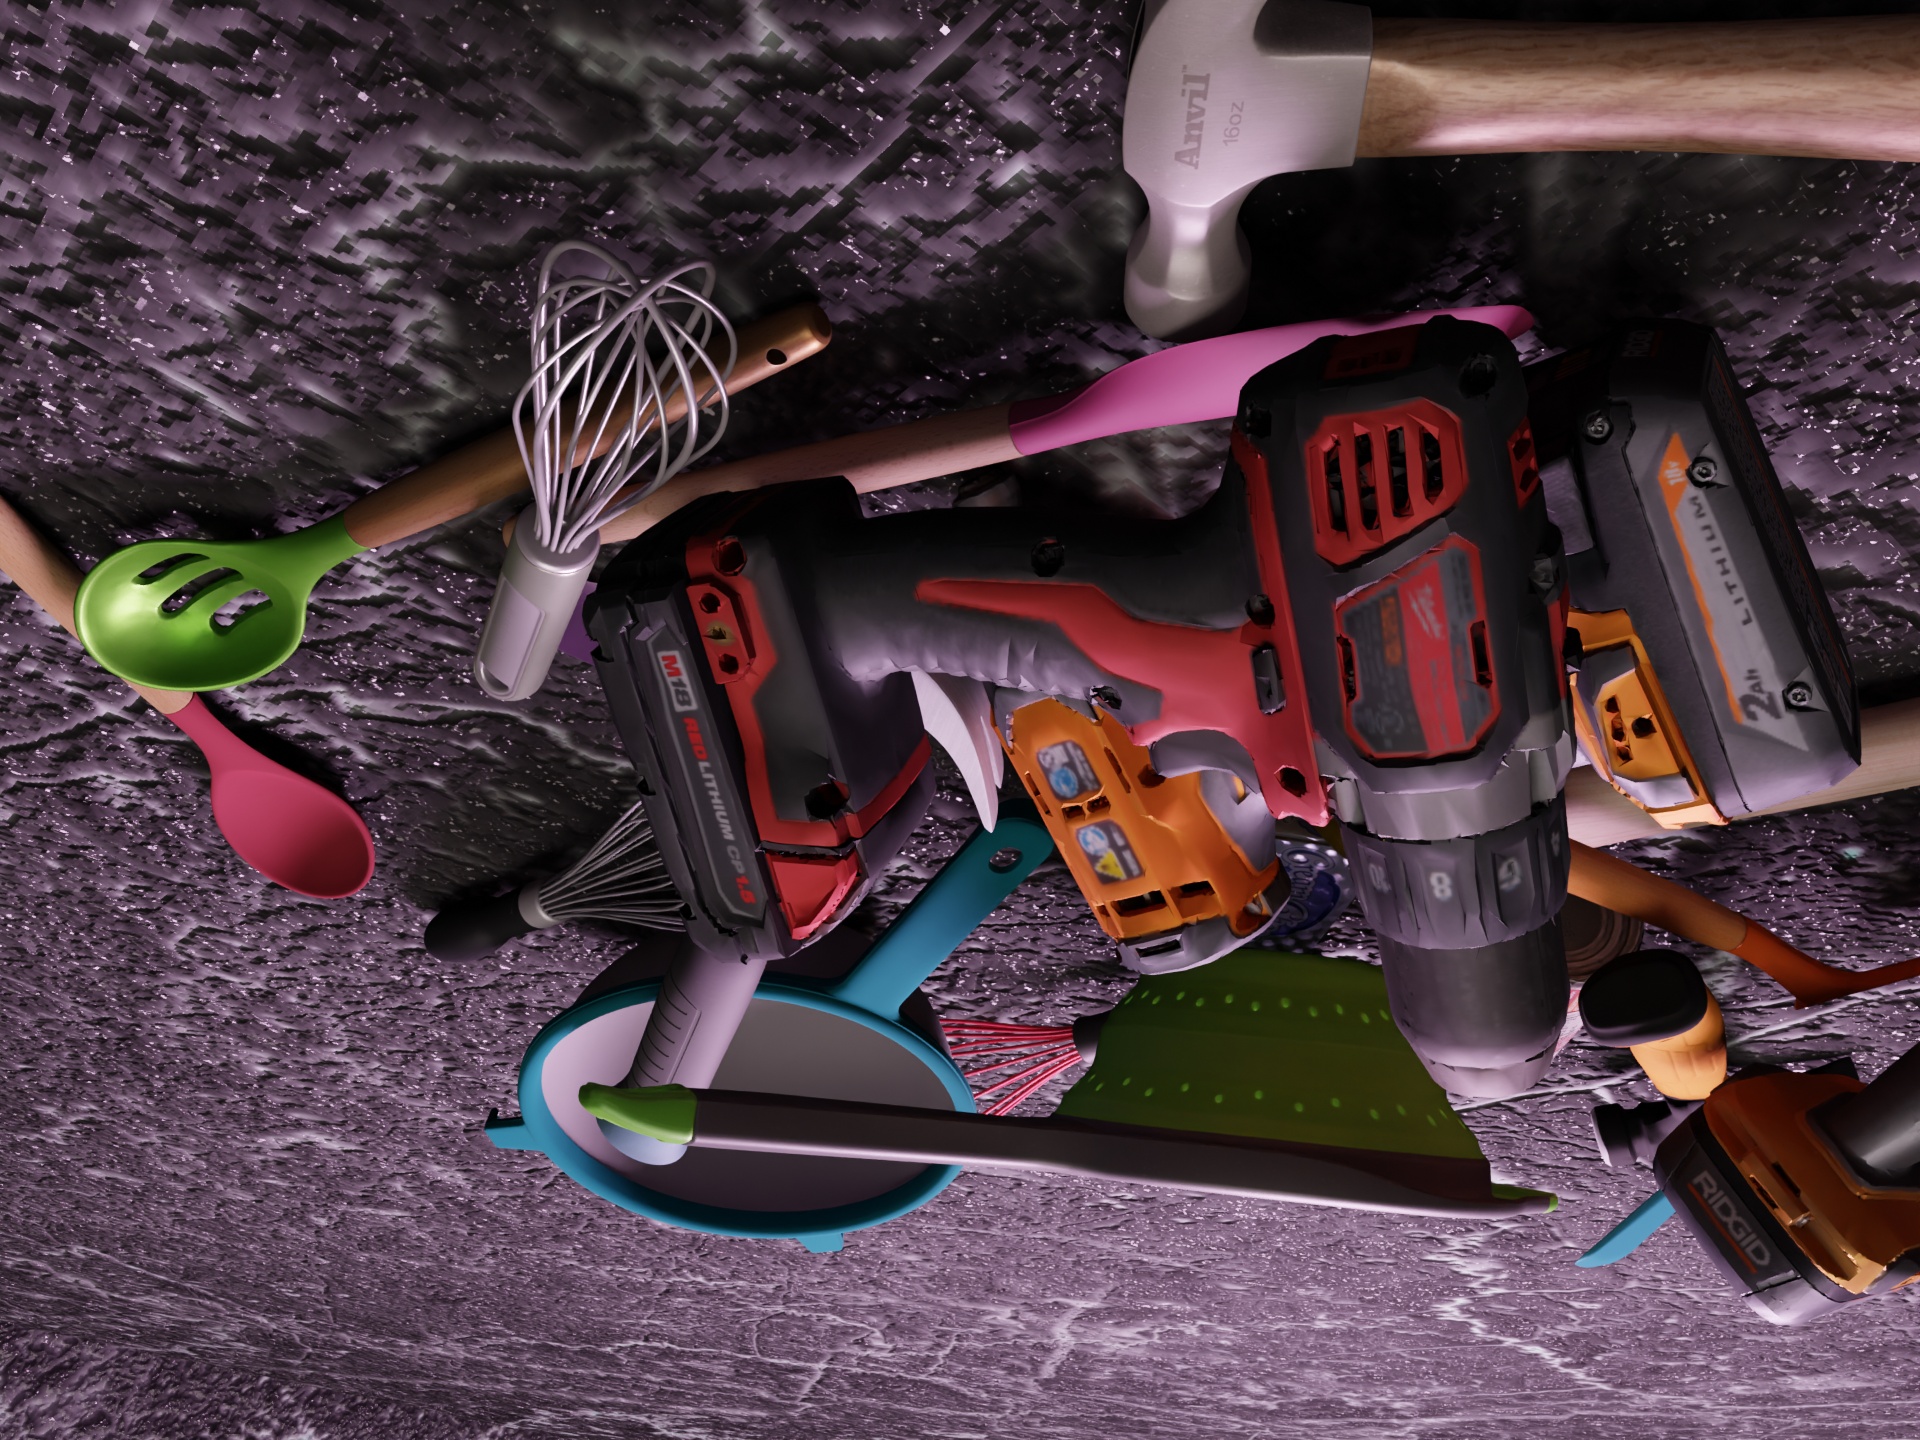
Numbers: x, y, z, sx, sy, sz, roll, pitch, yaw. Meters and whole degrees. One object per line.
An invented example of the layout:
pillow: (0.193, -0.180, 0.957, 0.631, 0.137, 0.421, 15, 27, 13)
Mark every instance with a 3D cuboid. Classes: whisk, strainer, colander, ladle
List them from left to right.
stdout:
ladle: (-0.313, -0.022, 0.599, 0.069, 0.031, 0.315, -4, 144, 11)
whisk: (-0.114, -0.056, 0.455, 0.058, 0.059, 0.246, 43, 150, -3)
whisk: (-0.165, 0.073, 0.701, 0.070, 0.070, 0.284, 32, 145, -34)
strainer: (-0.062, 0.116, 0.725, 0.211, 0.095, 0.340, 26, 128, -20)
whisk: (0.046, 0.165, 0.801, 0.296, 0.073, 0.073, -23, 138, 30)
colander: (0.054, 0.131, 0.630, 0.397, 0.094, 0.204, 11, 167, -22)

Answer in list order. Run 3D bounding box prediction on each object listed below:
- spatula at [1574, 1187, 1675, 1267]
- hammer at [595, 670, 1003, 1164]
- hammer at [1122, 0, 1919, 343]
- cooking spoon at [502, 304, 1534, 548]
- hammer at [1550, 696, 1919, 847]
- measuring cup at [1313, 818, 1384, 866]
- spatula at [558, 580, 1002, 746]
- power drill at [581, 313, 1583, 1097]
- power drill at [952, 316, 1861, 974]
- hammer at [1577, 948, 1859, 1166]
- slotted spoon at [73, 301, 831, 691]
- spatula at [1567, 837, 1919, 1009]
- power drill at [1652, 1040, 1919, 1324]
spatula: (0.417, 0.177, 0.672, 0.317, 0.044, 0.082, -23, 152, 27)
hammer: (-0.083, 0.073, 0.585, 0.128, 0.033, 0.330, 20, 133, -8)
hammer: (0.201, -0.134, 0.332, 0.331, 0.031, 0.130, 2, 148, 6)
cooking spoon: (-0.006, -0.077, 0.447, 0.319, 0.017, 0.068, -7, -179, 28)
hammer: (0.358, 0.000, 0.511, 0.410, 0.038, 0.146, -17, 142, 32)
measuring cup: (0.140, 0.053, 0.527, 0.062, 0.157, 0.029, 36, 114, -5)
spatula: (-0.001, -0.002, 0.584, 0.316, 0.018, 0.059, 14, 149, -9)
power drill: (0.037, 0.011, 0.400, 0.227, 0.080, 0.187, -6, 112, 23)
power drill: (0.105, -0.025, 0.447, 0.226, 0.084, 0.164, -20, 105, 35)
hammer: (0.316, 0.147, 0.674, 0.127, 0.034, 0.336, -18, 153, 22)
slotted spoon: (-0.170, -0.068, 0.503, 0.314, 0.031, 0.070, -16, 141, 28)
spatula: (0.260, 0.061, 0.576, 0.322, 0.041, 0.081, 21, 147, -21)
power drill: (0.382, 0.116, 0.563, 0.185, 0.084, 0.226, 6, 132, -39)
